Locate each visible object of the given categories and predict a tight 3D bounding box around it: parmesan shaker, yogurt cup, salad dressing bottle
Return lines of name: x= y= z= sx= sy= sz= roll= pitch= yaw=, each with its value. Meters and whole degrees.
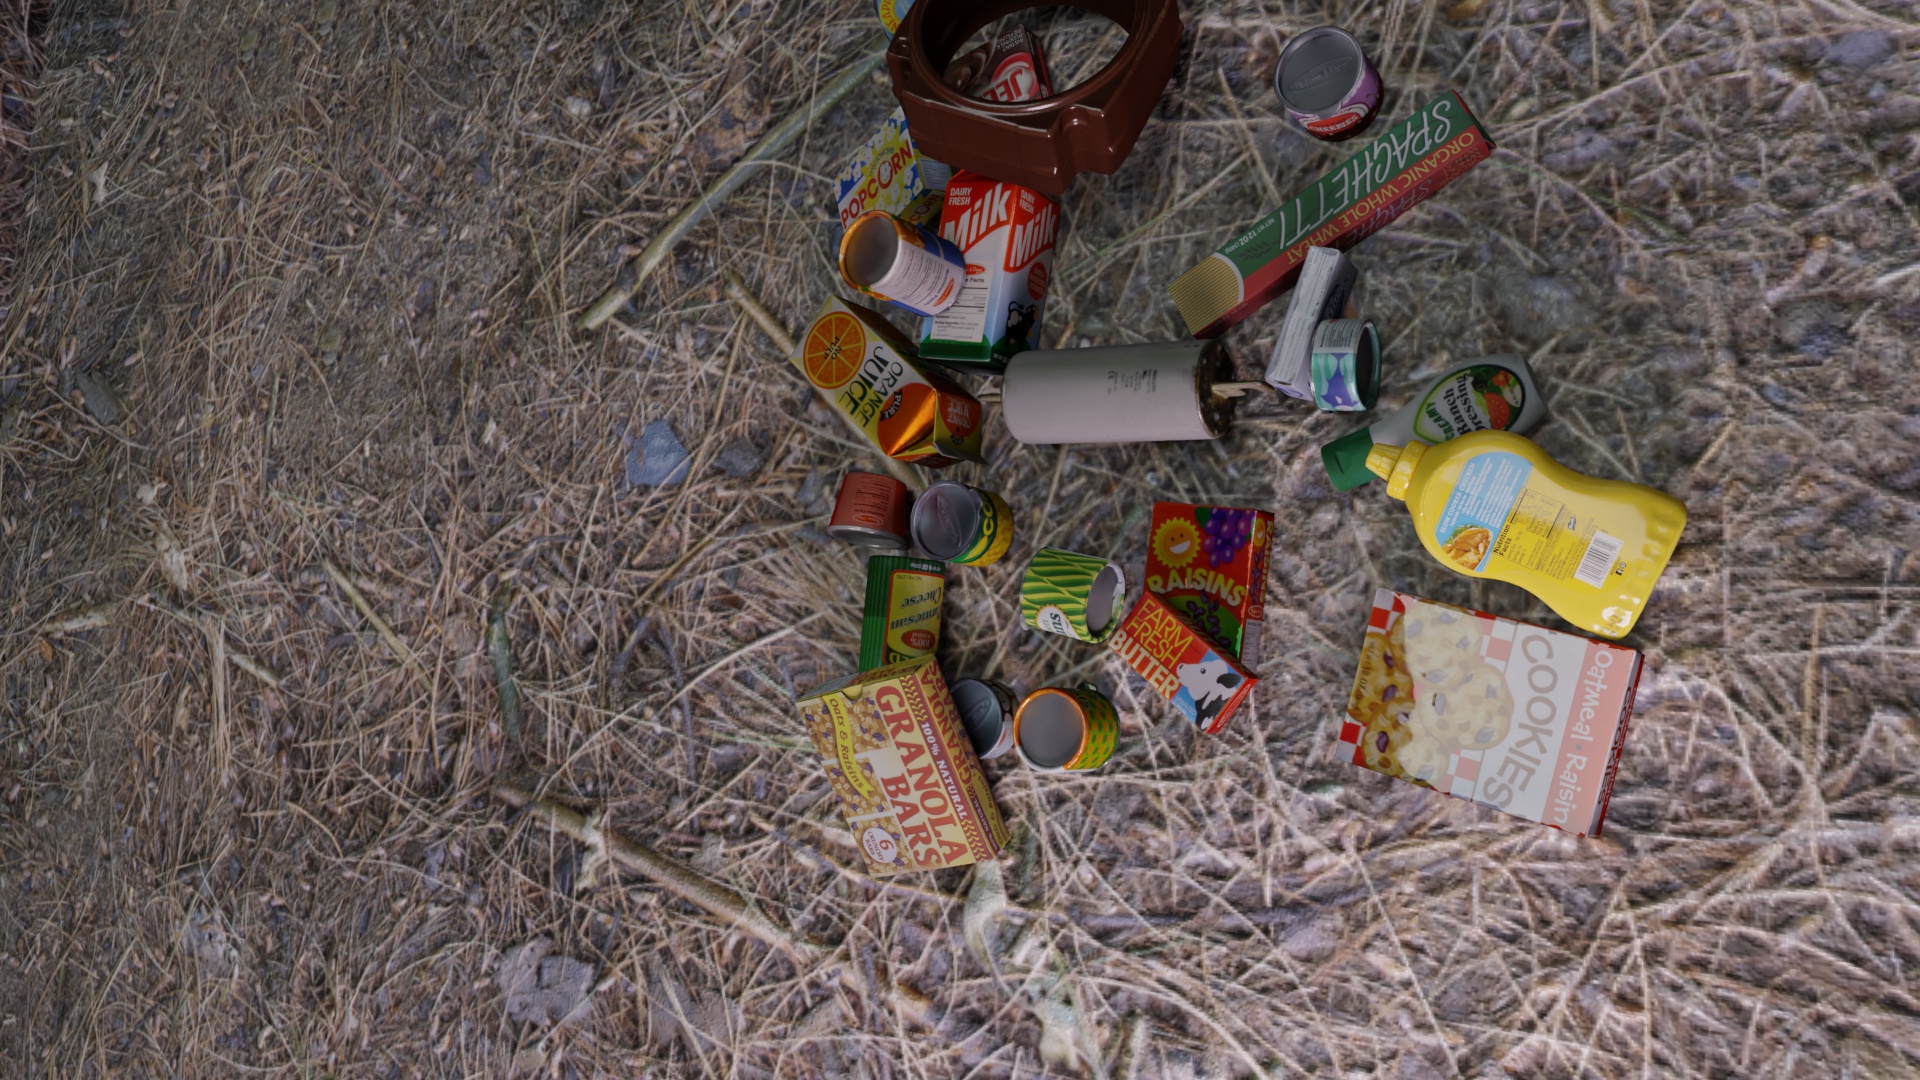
parmesan shaker: x=-0.051 y=0.066 z=1.161 sx=0.071 sy=0.071 sz=0.103 roll=1 pitch=84 yaw=33
yogurt cup: x=-0.078 y=-0.026 z=1.198 sx=0.072 sy=0.072 sz=0.054 roll=2 pitch=76 yaw=33
salad dressing bottle: x=0.324 y=-0.078 z=0.958 sx=0.147 sy=0.044 sz=0.064 roll=-25 pitch=79 yaw=28

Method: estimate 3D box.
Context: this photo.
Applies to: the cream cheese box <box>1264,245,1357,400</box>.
cream cheese box: x=0.255 y=-0.157 z=1.009 sx=0.024 sy=0.053 sz=0.103 roll=20 pitch=94 yaw=31

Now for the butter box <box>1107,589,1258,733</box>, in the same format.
butter box: x=0.159 y=0.087 z=1.004 sx=0.104 sy=0.024 sz=0.053 roll=43 pitch=108 yaw=30

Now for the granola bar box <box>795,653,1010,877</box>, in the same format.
granola bar box: x=-0.047 y=0.184 z=1.118 sx=0.124 sy=0.039 sz=0.165 roll=-17 pitch=99 yaw=32

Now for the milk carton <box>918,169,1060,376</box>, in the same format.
milk carton: x=0.028 y=-0.236 z=1.156 sx=0.073 sy=0.072 sz=0.190 roll=8 pitch=88 yaw=33

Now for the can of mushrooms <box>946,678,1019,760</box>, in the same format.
can of mushrooms: x=0.013 y=0.144 z=1.131 sx=0.071 sy=0.033 sz=0.071 roll=-5 pitch=81 yaw=32

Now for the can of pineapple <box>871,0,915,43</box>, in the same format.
can of pineapple: x=-0.035 y=-0.474 z=1.234 sx=0.058 sy=0.071 sz=0.071 roll=-10 pitch=78 yaw=31

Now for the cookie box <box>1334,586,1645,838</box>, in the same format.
cookie box: x=0.347 y=0.111 z=0.918 sx=0.167 sy=0.040 sz=0.123 roll=15 pitch=91 yaw=34

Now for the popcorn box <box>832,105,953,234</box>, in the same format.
popcorn box: x=-0.060 y=-0.309 z=1.218 sx=0.126 sy=0.038 sz=0.085 roll=-33 pitch=65 yaw=49

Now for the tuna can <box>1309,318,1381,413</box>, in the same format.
tuna can: x=0.274 y=-0.122 z=0.986 sx=0.033 sy=0.071 sz=0.071 roll=4 pitch=85 yaw=32

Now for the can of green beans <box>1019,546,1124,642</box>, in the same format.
can of green beans: x=0.087 y=0.042 z=1.079 sx=0.058 sy=0.071 sz=0.071 roll=13 pitch=90 yaw=33

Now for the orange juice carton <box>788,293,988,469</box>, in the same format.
orange juice carton: x=-0.054 y=-0.125 z=1.192 sx=0.193 sy=0.072 sz=0.073 roll=45 pitch=108 yaw=30

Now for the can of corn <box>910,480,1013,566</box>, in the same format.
can of corn: x=0.004 y=-0.014 z=1.145 sx=0.071 sy=0.058 sz=0.071 roll=-5 pitch=80 yaw=32

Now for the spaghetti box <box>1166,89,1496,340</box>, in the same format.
spaghetti box: x=0.268 y=-0.236 z=1.027 sx=0.249 sy=0.029 sz=0.050 roll=-33 pitch=67 yaw=25

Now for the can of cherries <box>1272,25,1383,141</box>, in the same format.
can of cherries: x=0.271 y=-0.332 z=1.022 sx=0.071 sy=0.058 sz=0.071 roll=-5 pitch=80 yaw=31

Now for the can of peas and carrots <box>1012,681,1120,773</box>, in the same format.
can of peas and carrots: x=0.082 y=0.144 z=1.071 sx=0.071 sy=0.059 sz=0.071 roll=-5 pitch=81 yaw=32

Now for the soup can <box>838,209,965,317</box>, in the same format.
soup can: x=-0.049 y=-0.222 z=1.109 sx=0.071 sy=0.084 sz=0.071 roll=-6 pitch=80 yaw=35

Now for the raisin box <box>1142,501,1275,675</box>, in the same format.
raisin box: x=0.182 y=0.036 z=1.036 sx=0.086 sy=0.040 sz=0.123 roll=5 pitch=87 yaw=34
